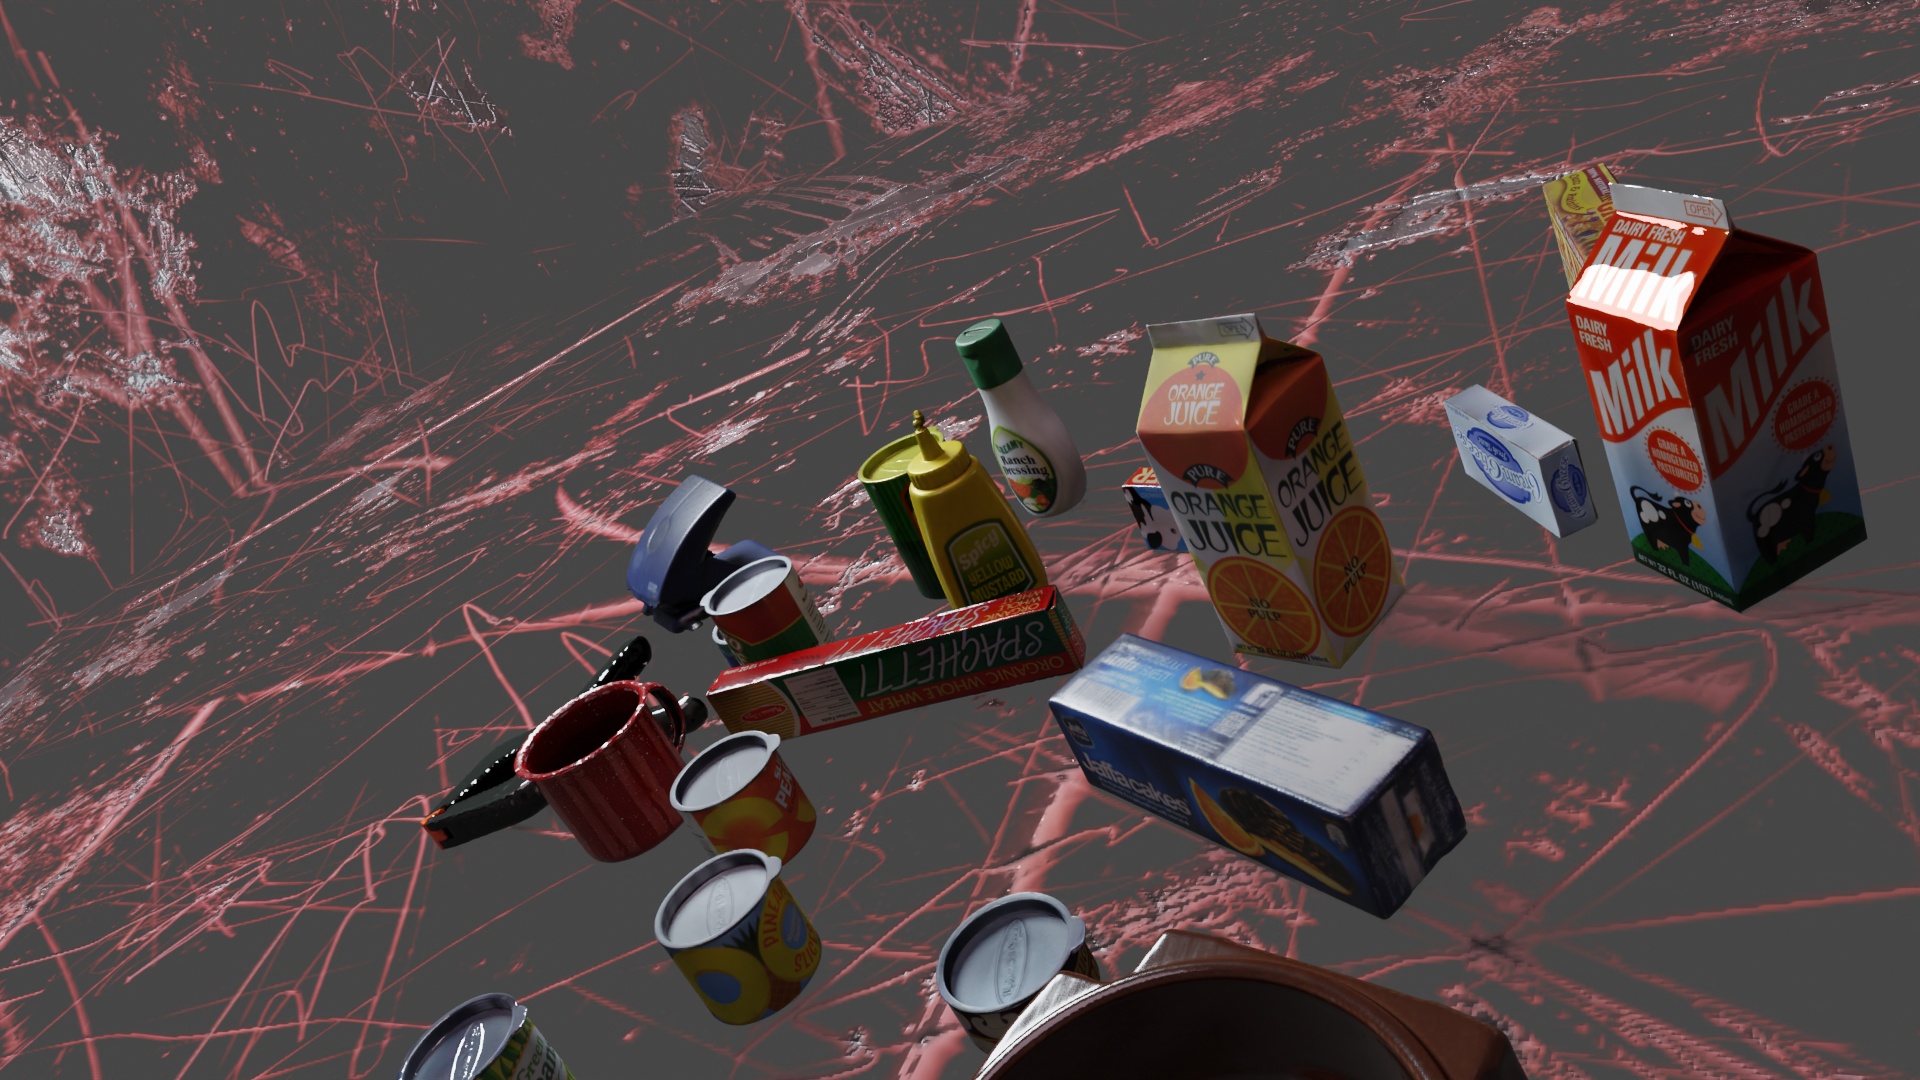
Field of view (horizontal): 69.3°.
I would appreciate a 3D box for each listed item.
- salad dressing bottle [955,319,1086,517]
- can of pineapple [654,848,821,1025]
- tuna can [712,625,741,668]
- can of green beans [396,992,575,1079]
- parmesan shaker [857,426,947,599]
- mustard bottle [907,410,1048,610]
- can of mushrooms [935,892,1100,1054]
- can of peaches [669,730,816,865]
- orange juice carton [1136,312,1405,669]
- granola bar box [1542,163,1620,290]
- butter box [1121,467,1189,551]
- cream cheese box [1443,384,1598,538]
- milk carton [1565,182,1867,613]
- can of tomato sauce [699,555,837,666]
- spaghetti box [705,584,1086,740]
[{"bbox_3d":[0.043,-0.087,1.002,0.064,0.147,0.044,3,38,48],"label":"salad dressing bottle"},{"bbox_3d":[-0.110,0.199,0.700,0.071,0.057,0.071,-22,25,11],"label":"can of pineapple"},{"bbox_3d":[-0.148,0.068,1.028,0.071,0.032,0.071,-22,25,11],"label":"tuna can"},{"bbox_3d":[-0.233,0.269,0.686,0.071,0.057,0.071,-22,25,11],"label":"can of green beans"},{"bbox_3d":[-0.018,-0.019,0.983,0.071,0.102,0.071,-22,25,11],"label":"parmesan shaker"},{"bbox_3d":[0.003,-0.011,0.876,0.065,0.159,0.049,-28,24,-1],"label":"mustard bottle"},{"bbox_3d":[0.028,0.190,0.609,0.071,0.033,0.071,-22,25,11],"label":"can of mushrooms"},{"bbox_3d":[-0.123,0.153,0.804,0.071,0.058,0.071,-22,25,11],"label":"can of peaches"},{"bbox_3d":[0.157,-0.032,0.722,0.073,0.192,0.072,-42,28,-30],"label":"orange juice carton"},{"bbox_3d":[0.371,-0.124,0.772,0.039,0.123,0.166,-18,26,21],"label":"granola bar box"},{"bbox_3d":[0.154,-0.019,0.869,0.103,0.053,0.024,3,38,48],"label":"butter box"},{"bbox_3d":[0.308,-0.045,0.766,0.024,0.053,0.104,-27,24,2],"label":"cream cheese box"},{"bbox_3d":[0.335,-0.071,0.622,0.073,0.190,0.072,-29,24,-4],"label":"milk carton"},{"bbox_3d":[-0.128,0.064,0.955,0.071,0.083,0.071,-22,25,11],"label":"can of tomato sauce"},{"bbox_3d":[-0.043,0.082,0.872,0.249,0.050,0.029,-16,26,23],"label":"spaghetti box"}]
